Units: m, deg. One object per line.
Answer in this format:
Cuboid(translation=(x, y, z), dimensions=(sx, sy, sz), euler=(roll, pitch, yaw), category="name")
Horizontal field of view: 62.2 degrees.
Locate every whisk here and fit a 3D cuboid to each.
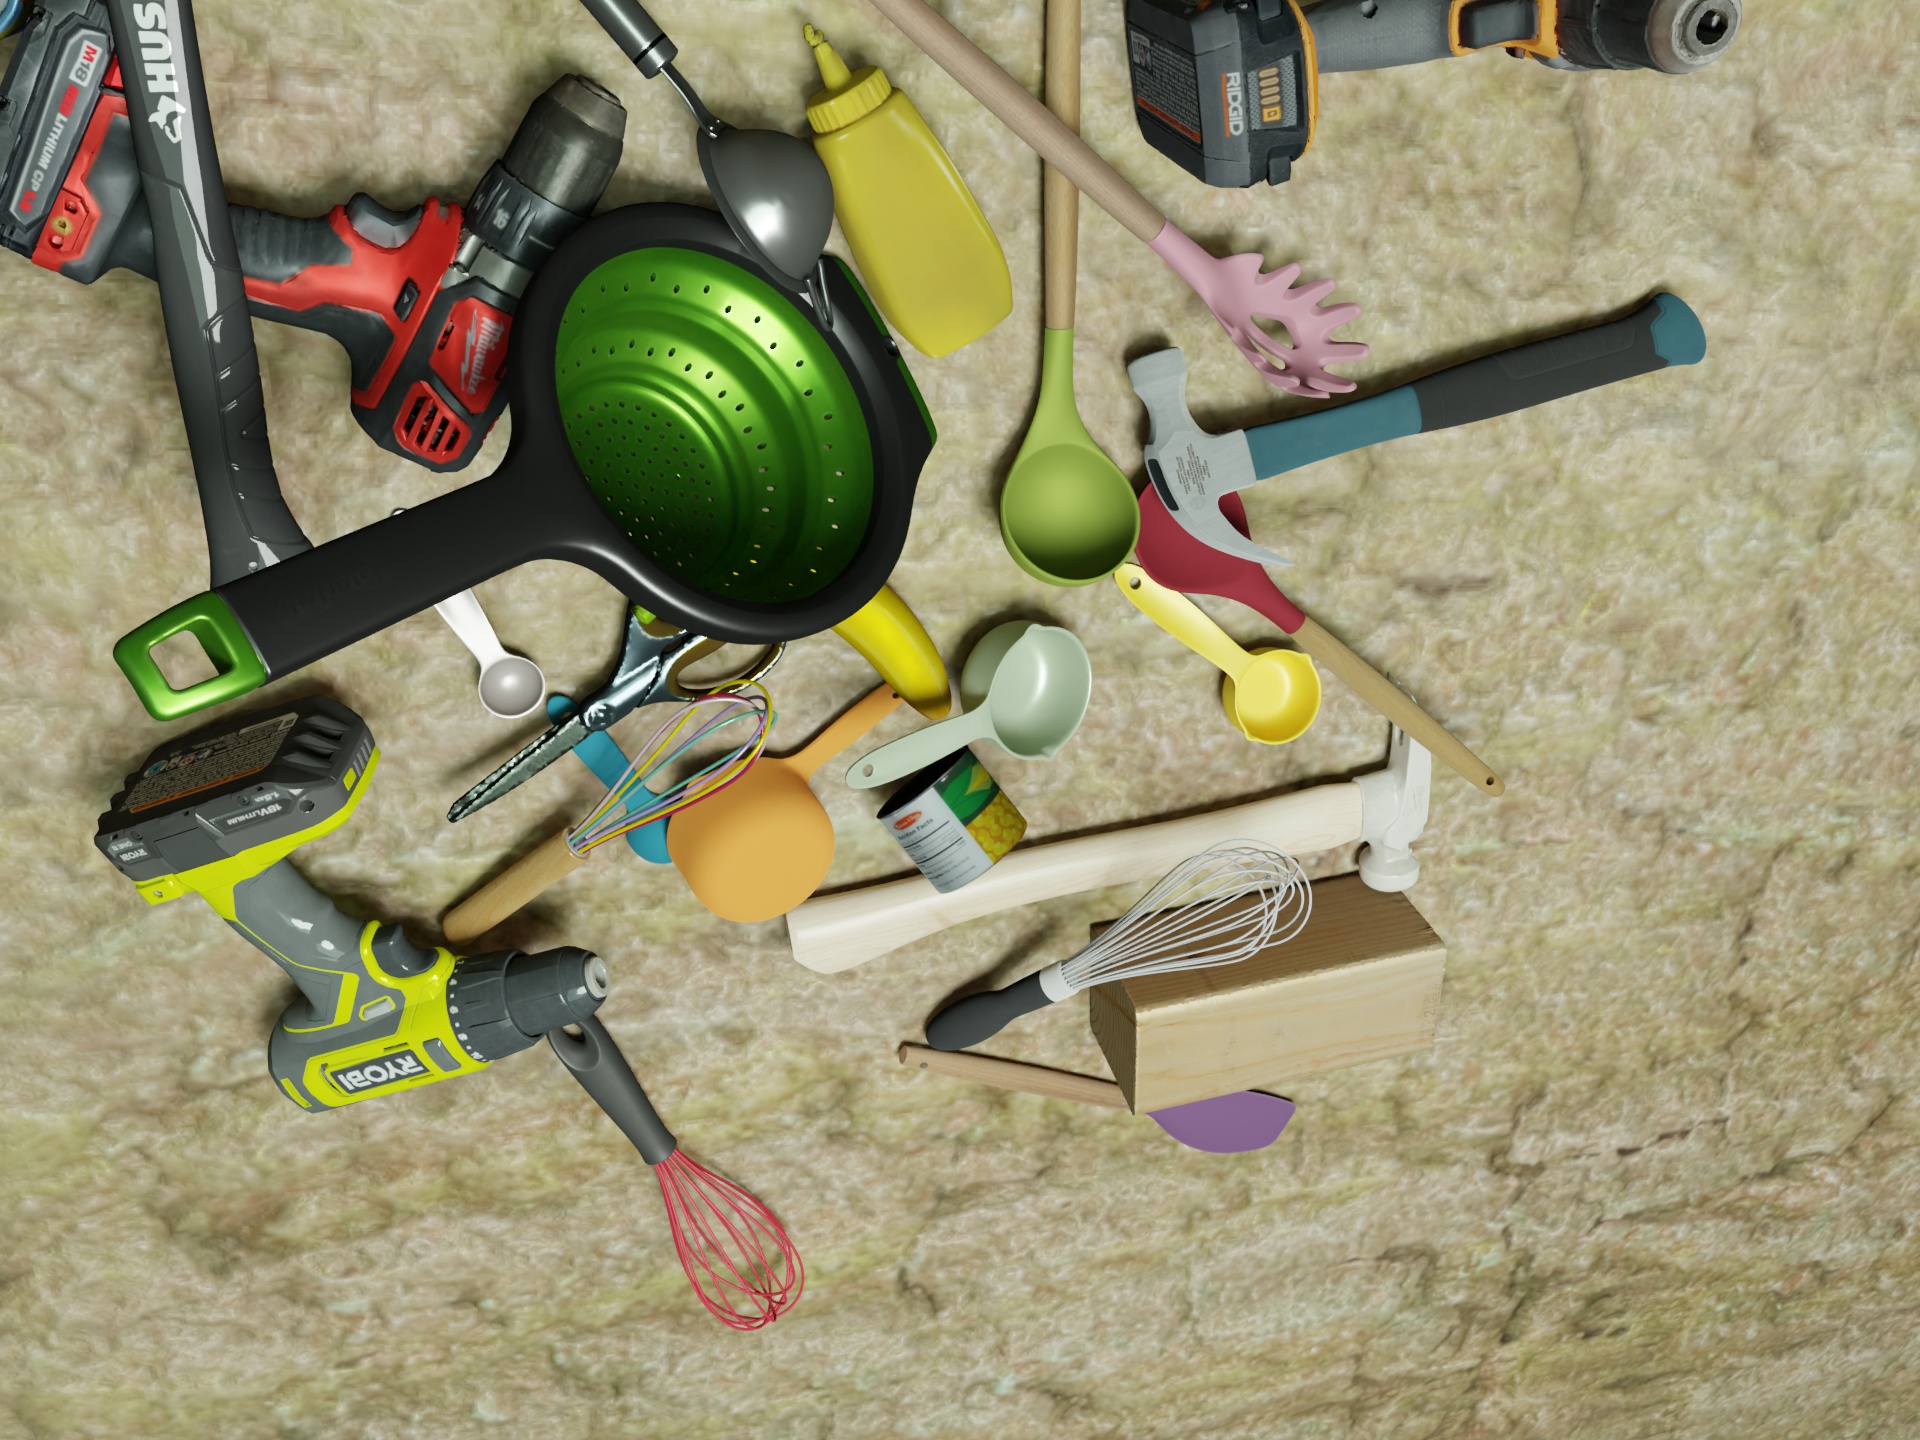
Cuboid(translation=(-0.181, 0.286, 1.007), dimensions=(0.073, 0.073, 0.295), euler=(-27, 117, 0), category="whisk")
Cuboid(translation=(-0.192, 0.053, 0.861), dimensions=(0.245, 0.051, 0.047), euler=(-34, 85, 19), category="whisk")
Cuboid(translation=(0.086, 0.146, 0.958), dimensions=(0.284, 0.070, 0.070), euler=(-31, 126, 31), category="whisk")

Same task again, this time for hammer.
Cuboid(translation=(0.258, -0.175, 0.868), dimensions=(0.331, 0.033, 0.128), euler=(-17, 100, -11), category="hammer")
Cuboid(translation=(0.094, 0.077, 0.978), dimensions=(0.410, 0.038, 0.146), euler=(-11, 120, -10), category="hammer")
Cuboid(translation=(-0.304, -0.196, 0.612), dimensions=(0.146, 0.035, 0.334), euler=(-7, 124, -19), category="hammer")

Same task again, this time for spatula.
Cuboid(translation=(0.099, 0.259, 1.094), dimensions=(0.315, 0.018, 0.059), euler=(17, 114, -25), category="spatula")

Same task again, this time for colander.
Cuboid(translation=(-0.175, -0.089, 0.679), dimensions=(0.397, 0.094, 0.204), euler=(-36, 100, -43), category="colander")

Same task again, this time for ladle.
Cuboid(translation=(0.054, -0.219, 0.784), dimensions=(0.078, 0.062, 0.320), euler=(-11, 119, -18), category="ladle")
Cuboid(translation=(0.214, -0.043, 0.924), dimensions=(0.315, 0.031, 0.069), euler=(36, 93, -21), category="ladle")

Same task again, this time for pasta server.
Cuboid(translation=(0.078, -0.249, 0.747), dimensions=(0.316, 0.040, 0.060), euler=(31, 74, -30), category="pasta server")

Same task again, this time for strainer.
Cuboid(translation=(-0.125, -0.282, 0.688), dimensions=(0.050, 0.087, 0.258), euler=(-32, 114, 27), category="strainer")

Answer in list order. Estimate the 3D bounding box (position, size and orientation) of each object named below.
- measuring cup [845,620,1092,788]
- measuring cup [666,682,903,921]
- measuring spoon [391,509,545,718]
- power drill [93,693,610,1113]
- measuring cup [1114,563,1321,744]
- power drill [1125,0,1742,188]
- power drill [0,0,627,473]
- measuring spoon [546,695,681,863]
Cuboid(translation=(-0.001, -0.003, 0.869), dimensions=(0.167, 0.038, 0.083), euler=(-24, 118, -30), category="measuring cup")
Cuboid(translation=(-0.082, 0.043, 0.887), dimensions=(0.173, 0.052, 0.095), euler=(-40, 138, 1), category="measuring cup")
Cuboid(translation=(-0.254, -0.055, 0.814), dimensions=(0.034, 0.018, 0.124), euler=(-32, 117, -10), category="measuring spoon")
Cuboid(translation=(-0.311, 0.103, 0.831), dimensions=(0.190, 0.080, 0.228), euler=(-17, 124, 12), category="power drill")
Cuboid(translation=(0.146, -0.044, 0.933), dimensions=(0.156, 0.029, 0.062), euler=(37, 88, -17), category="measuring cup")
Cuboid(translation=(0.206, -0.303, 0.705), dimensions=(0.226, 0.186, 0.084), euler=(-15, 123, -4), category="power drill")
Cuboid(translation=(-0.269, -0.228, 0.672), dimensions=(0.226, 0.080, 0.188), euler=(25, 110, -30), category="power drill")
Cuboid(translation=(-0.187, 0.036, 0.877), dimensions=(0.042, 0.021, 0.128), euler=(-31, 125, 3), category="measuring spoon")
